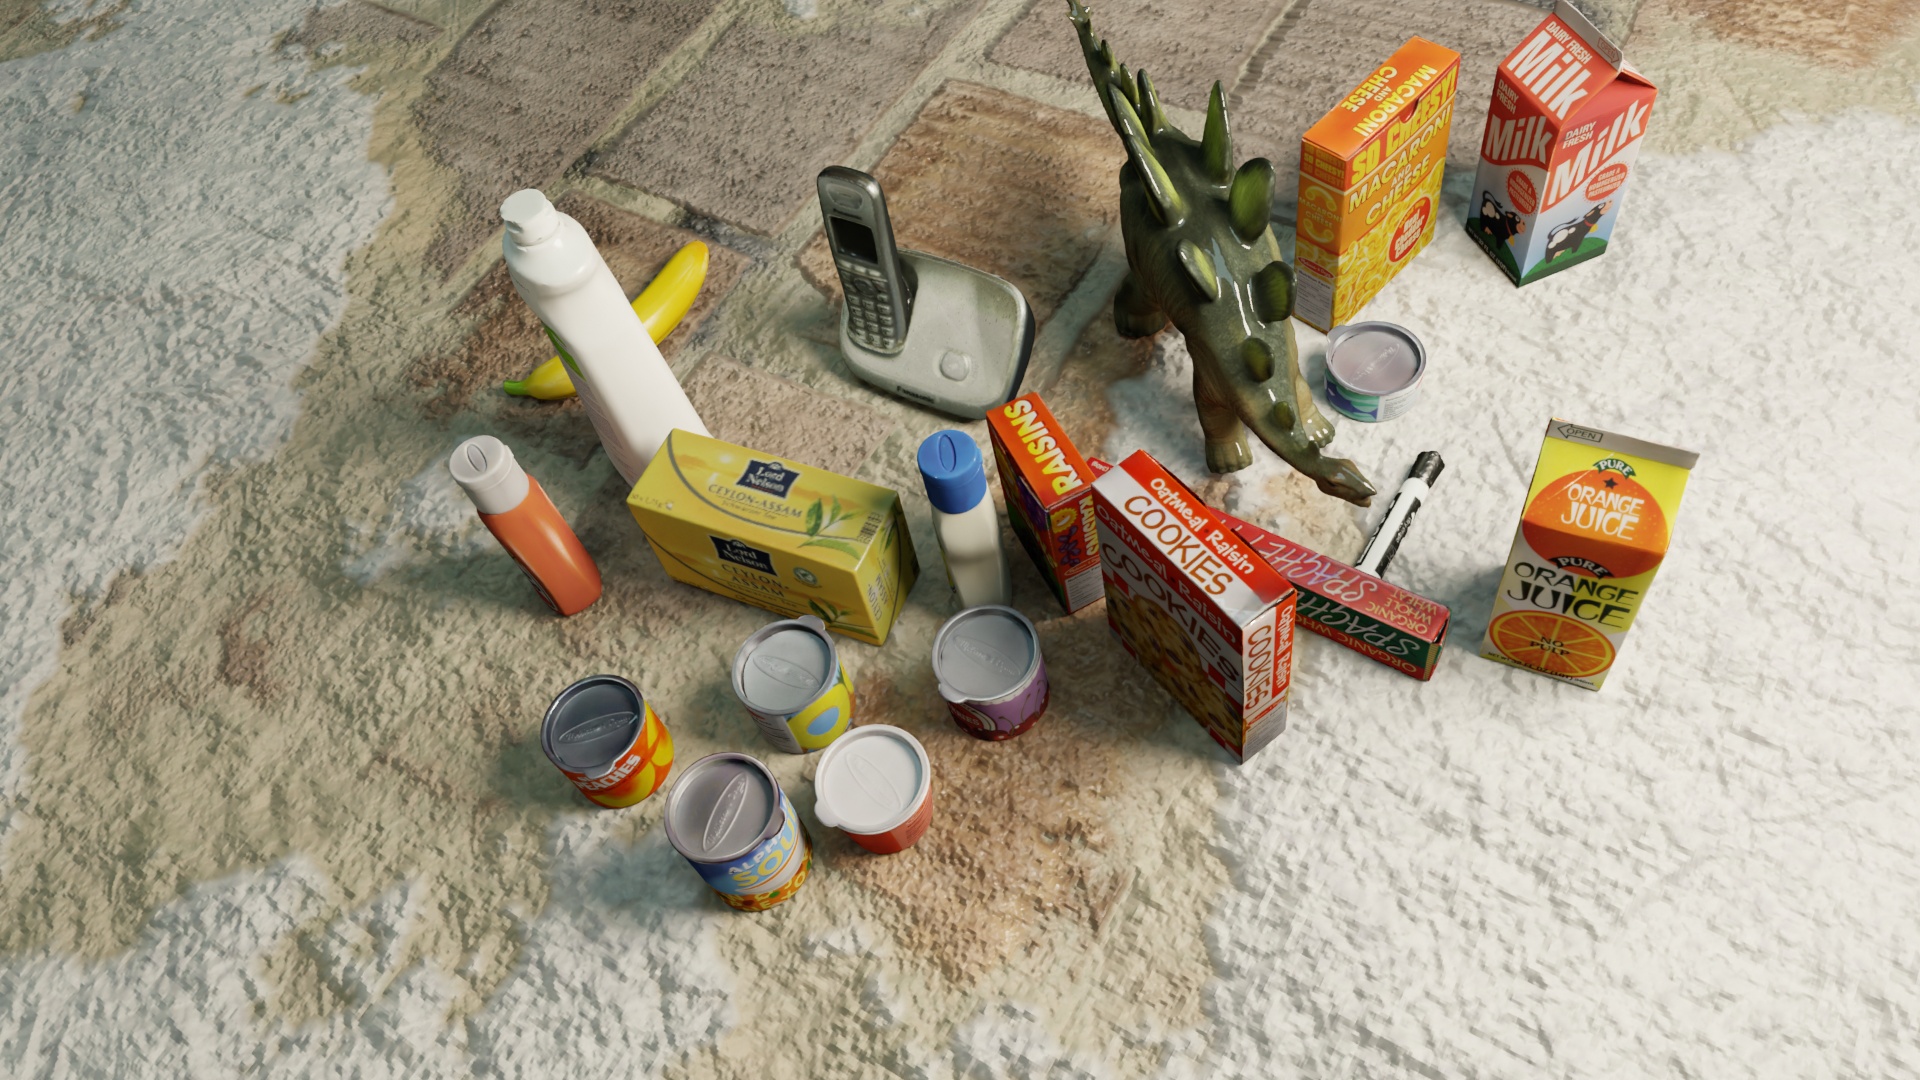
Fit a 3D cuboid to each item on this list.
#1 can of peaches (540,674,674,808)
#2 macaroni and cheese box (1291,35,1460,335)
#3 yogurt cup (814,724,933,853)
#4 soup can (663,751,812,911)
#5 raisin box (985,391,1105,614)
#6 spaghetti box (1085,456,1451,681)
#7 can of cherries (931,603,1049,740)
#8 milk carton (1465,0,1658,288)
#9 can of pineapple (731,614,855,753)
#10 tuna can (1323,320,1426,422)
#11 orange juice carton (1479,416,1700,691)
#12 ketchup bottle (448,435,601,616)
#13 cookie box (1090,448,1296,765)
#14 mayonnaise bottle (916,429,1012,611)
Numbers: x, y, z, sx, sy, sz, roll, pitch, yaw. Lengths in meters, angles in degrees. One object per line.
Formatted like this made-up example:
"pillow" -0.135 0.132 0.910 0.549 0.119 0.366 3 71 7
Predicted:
"can of peaches" -0.218 0.128 0.863 0.071 0.057 0.071 -5 56 7
"macaroni and cheese box" 0.283 -0.239 0.952 0.040 0.165 0.124 37 70 29
"yogurt cup" -0.047 0.150 0.819 0.072 0.053 0.073 -5 56 7
"soup can" -0.124 0.170 0.801 0.071 0.083 0.072 -5 56 7
"raisin box" 0.057 -0.022 0.874 0.040 0.122 0.086 -25 56 -6
"spaghetti box" 0.182 0.016 0.870 0.250 0.050 0.029 25 64 24
"can of cherries" 0.017 0.083 0.850 0.071 0.058 0.072 -5 56 7
"milk carton" 0.404 -0.269 0.936 0.073 0.189 0.072 -22 55 -4
"can of pineapple" -0.101 0.091 0.867 0.071 0.057 0.071 -5 56 7
"tuna can" 0.281 -0.117 0.951 0.071 0.032 0.071 -5 56 7
"orange juice carton" 0.344 0.000 0.764 0.072 0.191 0.073 17 61 21
"ketchup bottle" -0.286 -0.011 0.915 0.043 0.148 0.065 -33 57 -12
"cookie box" 0.133 0.040 0.791 0.040 0.166 0.123 -35 57 -13
"mayonnaise bottle" 0.003 -0.011 0.861 0.041 0.147 0.065 -12 55 2
